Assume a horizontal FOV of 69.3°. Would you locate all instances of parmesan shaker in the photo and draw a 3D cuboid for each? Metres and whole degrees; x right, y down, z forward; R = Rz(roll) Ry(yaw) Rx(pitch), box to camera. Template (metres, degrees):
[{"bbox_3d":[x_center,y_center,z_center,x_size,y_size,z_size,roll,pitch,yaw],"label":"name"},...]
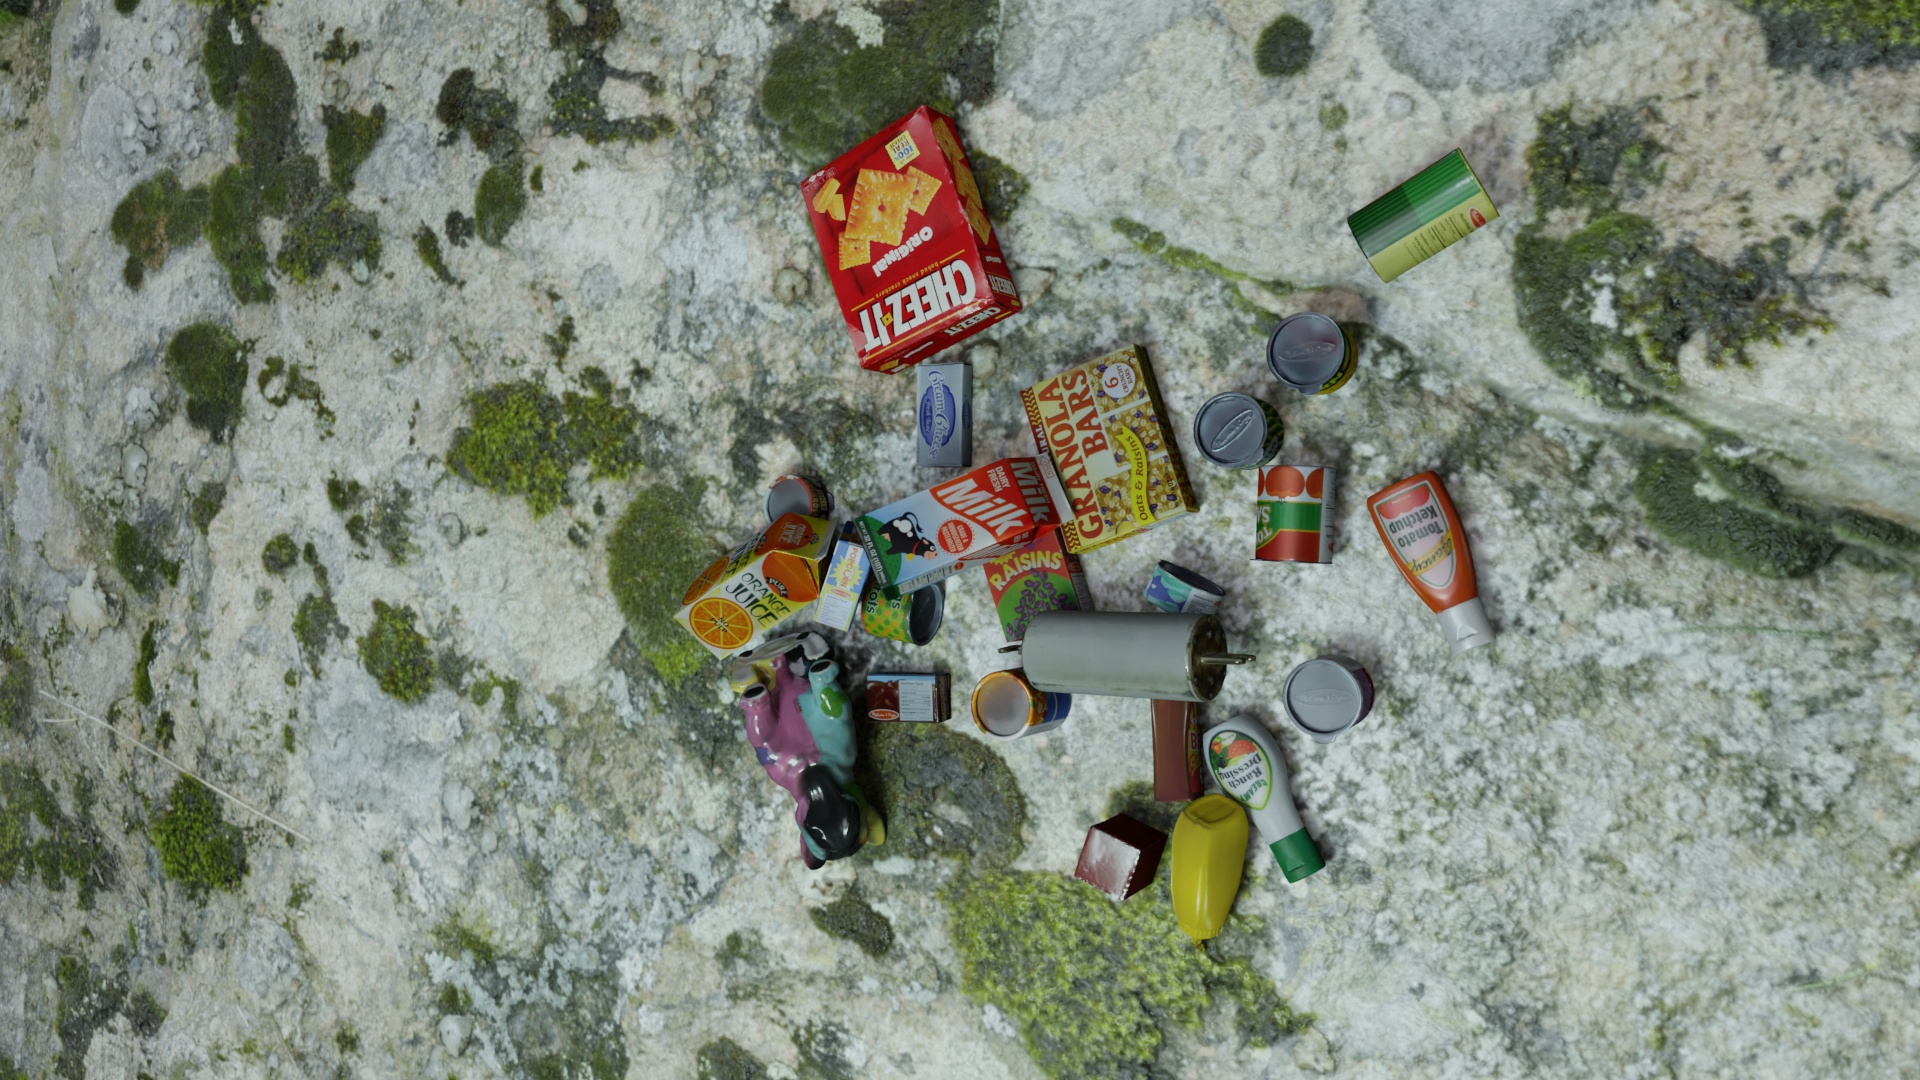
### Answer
[{"bbox_3d":[0.380,-0.269,1.149,0.103,0.071,0.071,-30,76,25],"label":"parmesan shaker"}]

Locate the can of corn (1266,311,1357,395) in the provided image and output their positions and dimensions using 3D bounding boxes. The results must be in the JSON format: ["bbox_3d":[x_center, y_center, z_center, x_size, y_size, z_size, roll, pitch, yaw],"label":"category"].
[{"bbox_3d":[0.304,-0.157,1.196,0.071,0.058,0.071,0,89,28],"label":"can of corn"}]

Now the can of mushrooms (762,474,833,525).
[{"bbox_3d":[-0.171,-0.037,1.463,0.071,0.033,0.071,-1,88,29],"label":"can of mushrooms"}]

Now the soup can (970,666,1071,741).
[{"bbox_3d":[0.057,0.149,1.310,0.071,0.084,0.071,0,89,29],"label":"soup can"}]

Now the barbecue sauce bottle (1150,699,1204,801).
[{"bbox_3d":[0.194,0.160,1.251,0.043,0.065,0.148,-5,78,19],"label":"barbecue sauce bottle"}]

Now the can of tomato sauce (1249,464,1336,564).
[{"bbox_3d":[0.287,-0.022,1.198,0.071,0.071,0.083,3,90,28],"label":"can of tomato sauce"}]

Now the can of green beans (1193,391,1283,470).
[{"bbox_3d":[0.246,-0.096,1.226,0.071,0.058,0.071,0,89,28],"label":"can of green beans"}]

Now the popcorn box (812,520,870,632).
[{"bbox_3d":[-0.112,0.033,1.379,0.038,0.127,0.085,18,99,-4],"label":"popcorn box"}]

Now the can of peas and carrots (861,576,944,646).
[{"bbox_3d":[-0.059,0.066,1.380,0.059,0.071,0.071,10,94,29],"label":"can of peas and carrots"}]

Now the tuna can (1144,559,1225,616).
[{"bbox_3d":[0.199,0.046,1.246,0.071,0.071,0.032,30,104,25],"label":"tuna can"}]

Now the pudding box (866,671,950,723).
[{"bbox_3d":[-0.053,0.157,1.399,0.083,0.030,0.049,-3,89,28],"label":"pudding box"}]

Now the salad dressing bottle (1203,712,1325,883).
[{"bbox_3d":[0.268,0.226,1.218,0.064,0.044,0.148,-35,74,27],"label":"salad dressing bottle"}]

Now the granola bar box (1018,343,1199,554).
[{"bbox_3d":[0.137,-0.084,1.295,0.124,0.039,0.165,-21,79,27],"label":"granola bar box"}]

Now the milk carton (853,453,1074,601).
[{"bbox_3d":[0.005,-0.016,1.278,0.191,0.073,0.072,-21,78,-4],"label":"milk carton"}]

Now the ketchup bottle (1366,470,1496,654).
[{"bbox_3d":[0.396,0.020,1.153,0.064,0.043,0.149,-27,78,25],"label":"ketchup bottle"}]

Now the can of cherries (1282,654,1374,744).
[{"bbox_3d":[0.314,0.135,1.186,0.071,0.058,0.071,0,89,27],"label":"can of cherries"}]

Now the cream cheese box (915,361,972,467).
[{"bbox_3d":[-0.017,-0.125,1.386,0.053,0.024,0.103,1,90,28],"label":"cream cheese box"}]

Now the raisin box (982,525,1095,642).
[{"bbox_3d":[0.069,0.027,1.330,0.086,0.040,0.123,-22,80,26],"label":"raisin box"}]

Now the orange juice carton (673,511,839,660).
[{"bbox_3d":[-0.200,0.039,1.435,0.192,0.072,0.073,-32,114,28],"label":"orange juice carton"}]

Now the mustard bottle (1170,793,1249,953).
[{"bbox_3d":[0.215,0.302,1.227,0.049,0.065,0.159,31,128,45],"label":"mustard bottle"}]
